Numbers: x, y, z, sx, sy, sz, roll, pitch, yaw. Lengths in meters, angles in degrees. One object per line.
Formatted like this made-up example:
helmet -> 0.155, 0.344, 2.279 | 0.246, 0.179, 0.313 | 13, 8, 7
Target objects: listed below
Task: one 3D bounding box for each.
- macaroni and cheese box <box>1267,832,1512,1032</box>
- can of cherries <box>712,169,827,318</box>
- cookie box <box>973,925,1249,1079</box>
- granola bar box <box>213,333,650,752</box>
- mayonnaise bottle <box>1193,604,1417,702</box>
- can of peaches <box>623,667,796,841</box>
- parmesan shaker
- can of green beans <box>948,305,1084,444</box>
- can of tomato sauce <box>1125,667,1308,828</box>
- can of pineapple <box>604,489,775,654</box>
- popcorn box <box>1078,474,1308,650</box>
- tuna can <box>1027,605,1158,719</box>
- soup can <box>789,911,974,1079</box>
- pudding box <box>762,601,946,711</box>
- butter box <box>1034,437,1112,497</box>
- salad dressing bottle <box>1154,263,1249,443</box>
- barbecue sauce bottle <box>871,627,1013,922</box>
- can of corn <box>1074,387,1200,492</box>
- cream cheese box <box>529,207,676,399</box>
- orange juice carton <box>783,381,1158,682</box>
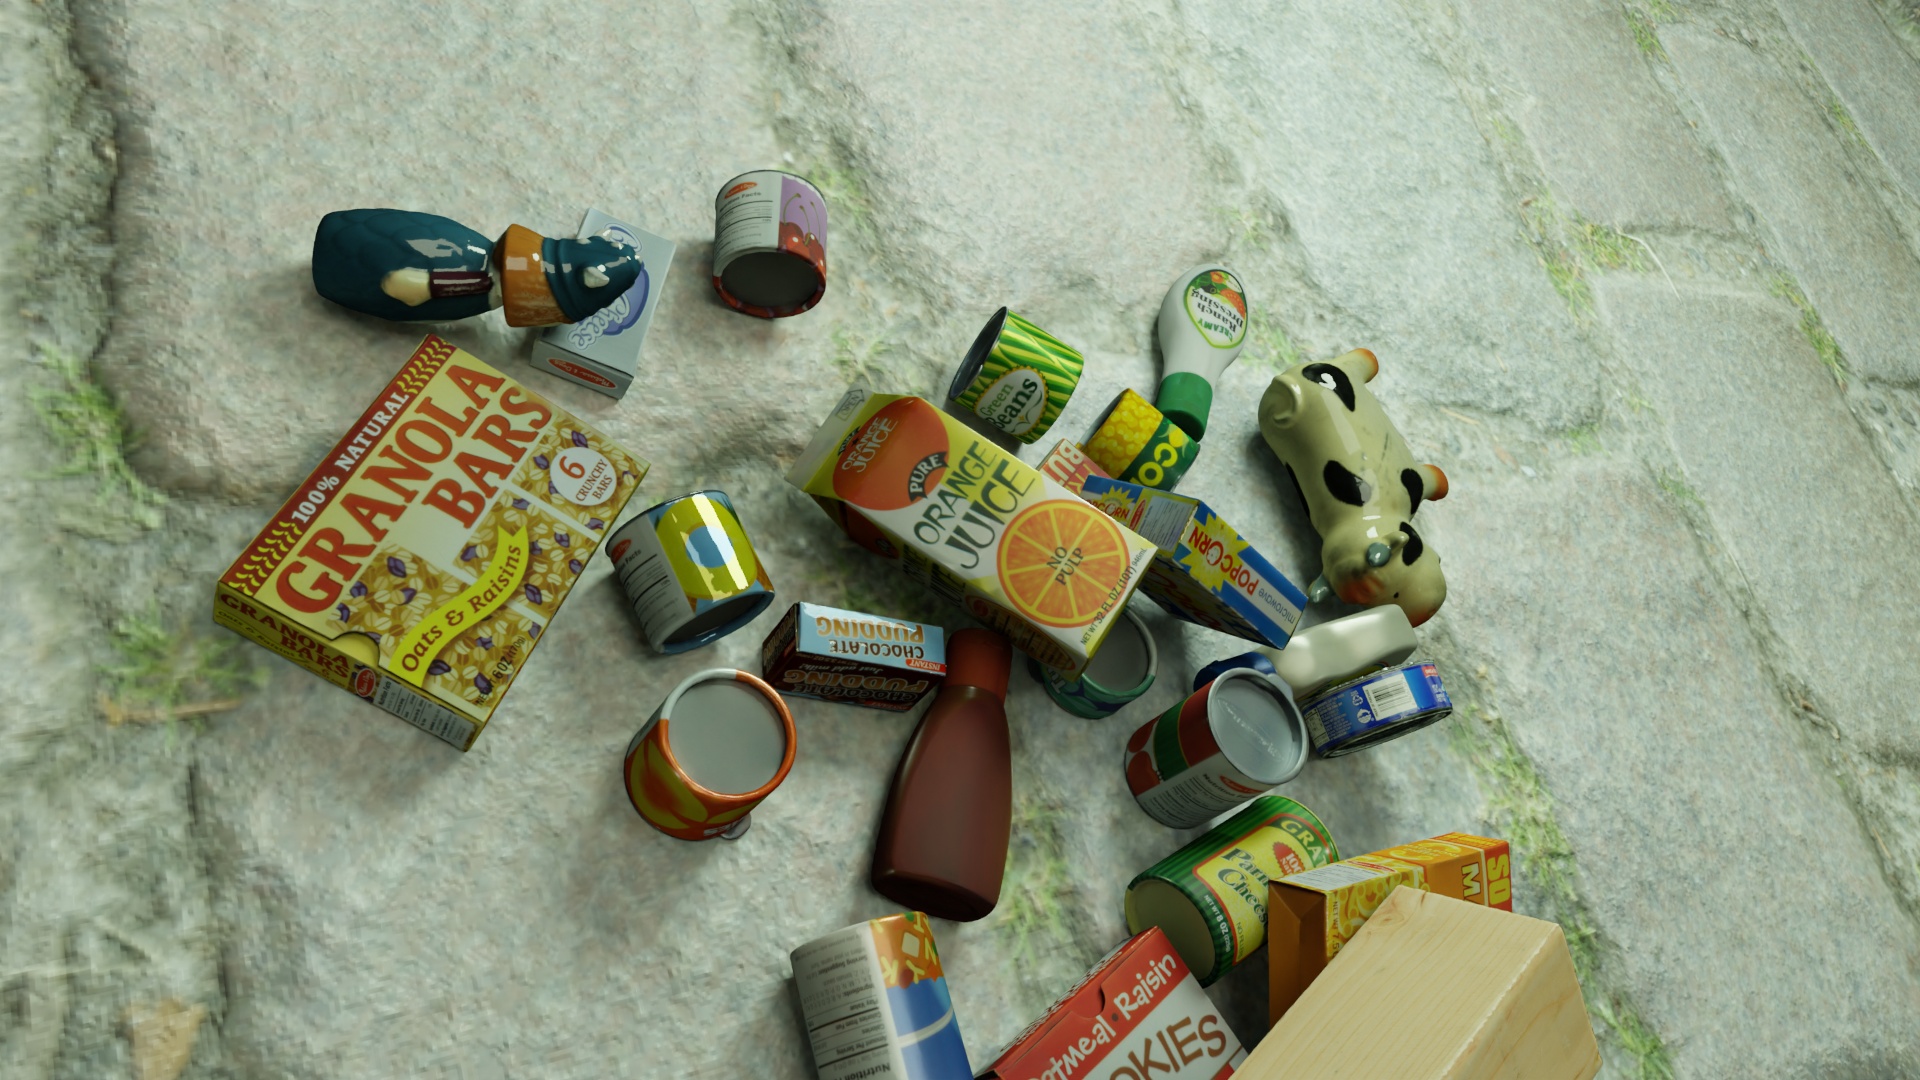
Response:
macaroni and cheese box -> 0.234, 0.232, 0.744 | 0.167, 0.040, 0.123 | -2, 91, -37
can of cherries -> -0.109, -0.170, 0.809 | 0.071, 0.071, 0.058 | 11, 58, -25
cookie box -> 0.098, 0.292, 0.669 | 0.123, 0.040, 0.167 | -29, 80, -38
granola bar box -> -0.239, -0.004, 0.648 | 0.124, 0.039, 0.166 | 31, 51, -11
mayonnaise bottle -> 0.209, 0.077, 0.852 | 0.148, 0.064, 0.041 | -13, 72, -31
can of peaches -> -0.115, 0.101, 0.647 | 0.071, 0.057, 0.071 | 15, 56, -22
parmesan shaker -> 0.147, 0.190, 0.744 | 0.103, 0.071, 0.071 | -21, 75, -37
can of green beans -> 0.034, -0.100, 0.850 | 0.058, 0.071, 0.071 | 30, 52, -13
can of tomato sauce -> 0.141, 0.115, 0.773 | 0.071, 0.082, 0.071 | 15, 56, -23
can of pineapple -> -0.131, 0.016, 0.683 | 0.071, 0.070, 0.058 | -19, 74, -37
popcorn box -> 0.130, 0.014, 0.796 | 0.126, 0.085, 0.038 | 36, 78, -40
tuna can -> 0.076, 0.066, 0.796 | 0.071, 0.032, 0.071 | 15, 56, -23
soup can -> -0.034, 0.217, 0.622 | 0.071, 0.071, 0.084 | -3, 64, -32
pudding box -> -0.055, 0.061, 0.712 | 0.084, 0.049, 0.030 | 13, 55, -25
butter box -> 0.049, -0.007, 0.812 | 0.053, 0.024, 0.104 | 41, 66, -3
salad dressing bottle -> 0.162, -0.128, 0.956 | 0.064, 0.043, 0.148 | 30, 52, -14
barbecue sauce bottle -> -0.001, 0.115, 0.715 | 0.065, 0.043, 0.149 | 24, 52, -16
can of corn -> 0.105, -0.051, 0.861 | 0.058, 0.071, 0.071 | 39, 50, -4
cream cheese box -> -0.195, -0.131, 0.761 | 0.053, 0.024, 0.104 | 21, 54, -19
orange juice carton -> 0.003, -0.009, 0.747 | 0.193, 0.073, 0.072 | 33, 75, 7
